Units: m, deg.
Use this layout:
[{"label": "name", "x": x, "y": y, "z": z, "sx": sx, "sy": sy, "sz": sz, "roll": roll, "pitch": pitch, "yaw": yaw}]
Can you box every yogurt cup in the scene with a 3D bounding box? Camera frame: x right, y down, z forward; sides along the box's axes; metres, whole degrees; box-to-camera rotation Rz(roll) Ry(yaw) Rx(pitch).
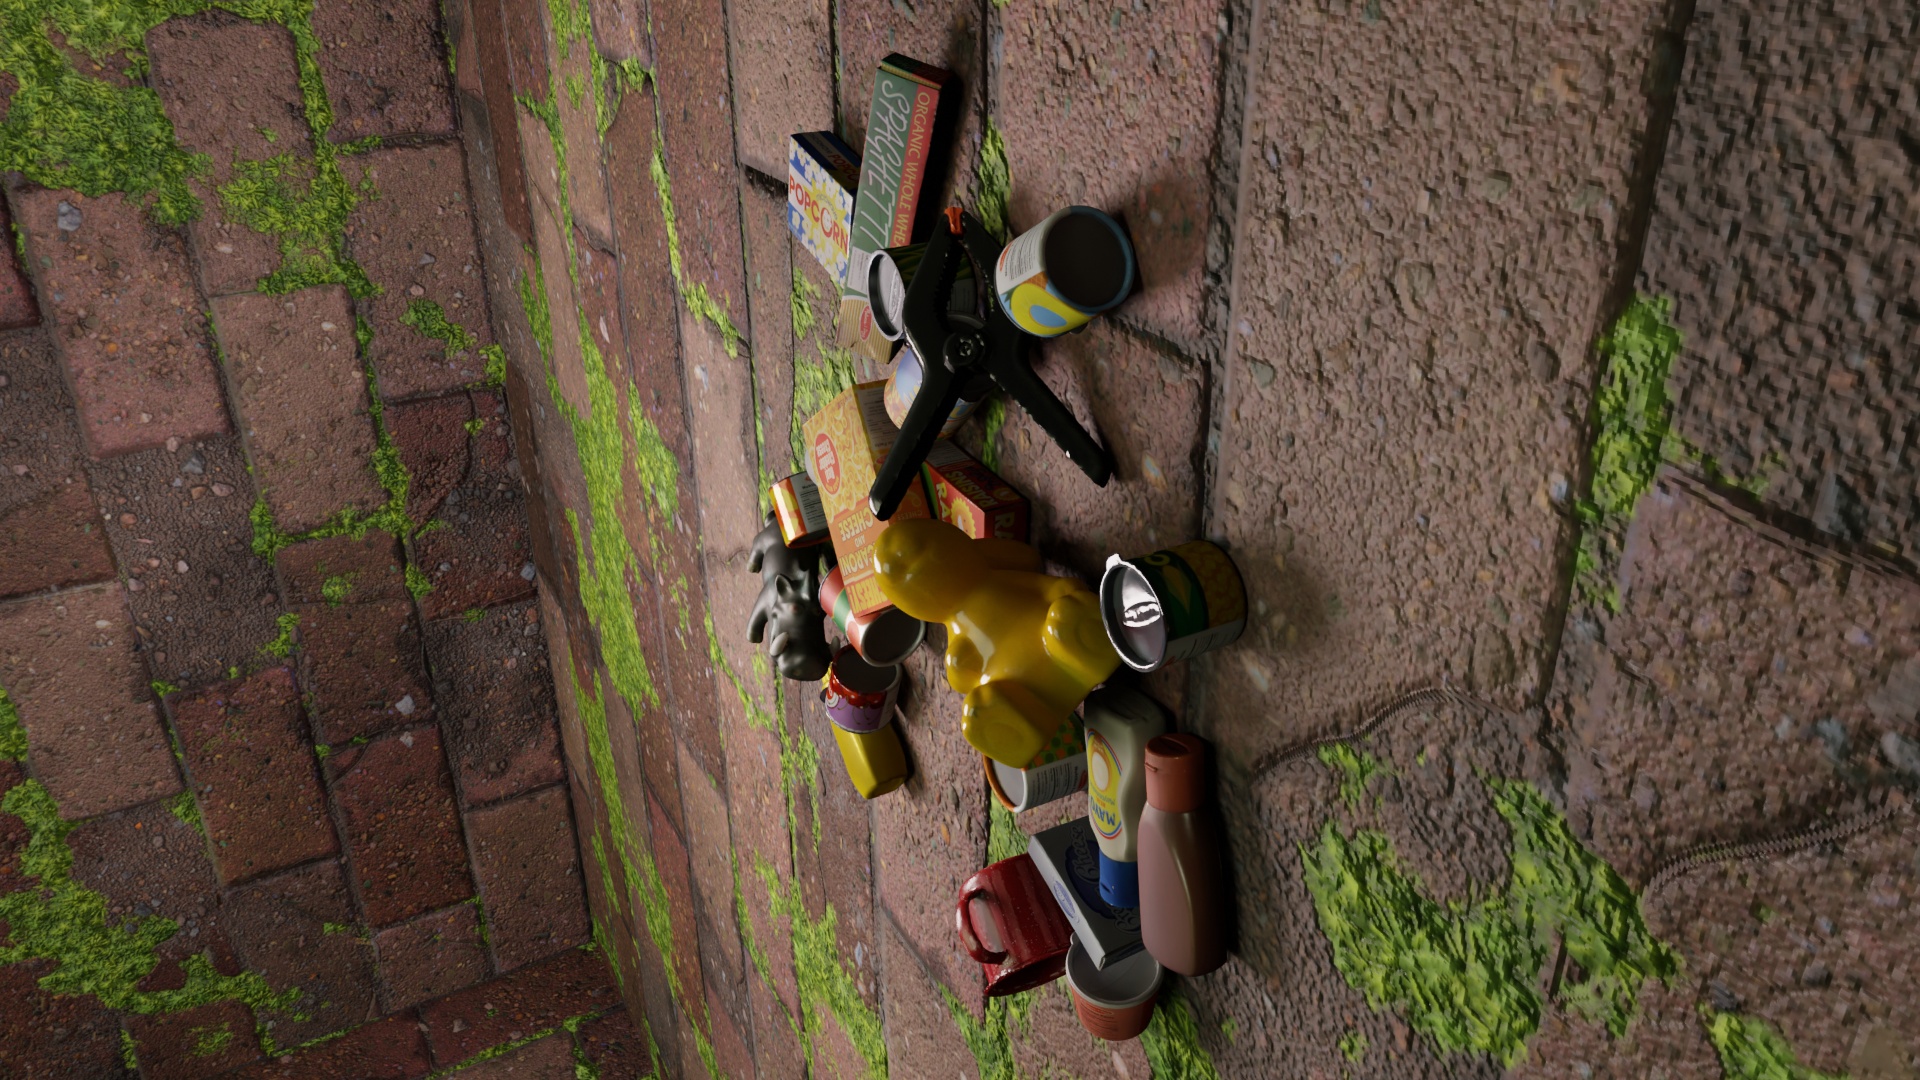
[{"label": "yogurt cup", "x": 0.109, "y": 0.313, "z": 0.977, "sx": 0.072, "sy": 0.072, "sz": 0.053, "roll": 46, "pitch": 150, "yaw": 46}]

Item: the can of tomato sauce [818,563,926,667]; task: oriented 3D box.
[{"label": "can of tomato sauce", "x": -0.078, "y": 0.064, "z": 1.223, "sx": 0.083, "sy": 0.071, "sz": 0.070, "roll": 45, "pitch": 141, "yaw": 46}]

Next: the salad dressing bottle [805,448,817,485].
[{"label": "salad dressing bottle", "x": -0.088, "y": -0.069, "z": 1.205, "sx": 0.147, "sy": 0.044, "sz": 0.064, "roll": 5, "pitch": 106, "yaw": 61}]

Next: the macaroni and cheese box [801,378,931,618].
[{"label": "macaroni and cheese box", "x": -0.069, "y": -0.030, "z": 1.096, "sx": 0.123, "sy": 0.040, "sz": 0.166, "roll": -25, "pitch": 80, "yaw": 64}]

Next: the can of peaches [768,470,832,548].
[{"label": "can of peaches", "x": -0.141, "y": -0.030, "z": 1.307, "sx": 0.071, "sy": 0.071, "sz": 0.058, "roll": -38, "pitch": 69, "yaw": 62}]

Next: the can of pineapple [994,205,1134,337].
[{"label": "can of pineapple", "x": 0.063, "y": -0.159, "z": 0.827, "sx": 0.057, "sy": 0.071, "sz": 0.071, "roll": -14, "pitch": 90, "yaw": 64}]

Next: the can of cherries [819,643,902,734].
[{"label": "can of cherries", "x": -0.093, "y": 0.135, "z": 1.286, "sx": 0.072, "sy": 0.072, "sz": 0.058, "roll": 57, "pitch": 148, "yaw": 34}]

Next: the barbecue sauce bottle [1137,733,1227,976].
[{"label": "barbecue sauce bottle", "x": 0.138, "y": 0.197, "z": 0.879, "sx": 0.065, "sy": 0.044, "sz": 0.148, "roll": 25, "pitch": 124, "yaw": 59}]

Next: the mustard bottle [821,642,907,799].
[{"label": "mustard bottle", "x": -0.100, "y": 0.167, "z": 1.342, "sx": 0.160, "sy": 0.049, "sz": 0.065, "roll": 67, "pitch": 153, "yaw": 20}]

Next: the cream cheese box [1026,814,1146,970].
[{"label": "cream cheese box", "x": 0.095, "y": 0.245, "z": 0.979, "sx": 0.104, "sy": 0.053, "sz": 0.024, "roll": 57, "pitch": 151, "yaw": 34}]

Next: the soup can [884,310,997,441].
[{"label": "soup can", "x": -0.012, "y": -0.114, "z": 0.999, "sx": 0.071, "sy": 0.071, "sz": 0.083, "roll": 69, "pitch": 154, "yaw": 14}]

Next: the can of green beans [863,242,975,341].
[{"label": "can of green beans", "x": -0.029, "y": -0.182, "z": 1.009, "sx": 0.071, "sy": 0.058, "sz": 0.071, "roll": 40, "pitch": 137, "yaw": 51}]

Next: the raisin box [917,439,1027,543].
[{"label": "raisin box", "x": 0.004, "y": -0.013, "z": 1.051, "sx": 0.124, "sy": 0.040, "sz": 0.085, "roll": 43, "pitch": 138, "yaw": 51}]

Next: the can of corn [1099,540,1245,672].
[{"label": "can of corn", "x": 0.123, "y": 0.035, "z": 0.810, "sx": 0.071, "sy": 0.058, "sz": 0.070, "roll": 40, "pitch": 137, "yaw": 51}]

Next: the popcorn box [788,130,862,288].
[{"label": "popcorn box", "x": -0.100, "y": -0.270, "z": 1.132, "sx": 0.127, "sy": 0.038, "sz": 0.084, "roll": 51, "pitch": 145, "yaw": 41}]

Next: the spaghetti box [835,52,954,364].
[{"label": "spaghetti box", "x": -0.051, "y": -0.240, "z": 1.033, "sx": 0.050, "sy": 0.029, "sz": 0.248, "roll": 23, "pitch": 136, "yaw": 8}]

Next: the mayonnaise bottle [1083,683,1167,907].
[{"label": "mayonnaise bottle", "x": 0.110, "y": 0.174, "z": 0.926, "sx": 0.065, "sy": 0.041, "sz": 0.147, "roll": 33, "pitch": 131, "yaw": 57}]

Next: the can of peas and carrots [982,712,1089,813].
[{"label": "can of peas and carrots", "x": 0.055, "y": 0.157, "z": 1.011, "sx": 0.071, "sy": 0.059, "sz": 0.070, "roll": 38, "pitch": 135, "yaw": 52}]
